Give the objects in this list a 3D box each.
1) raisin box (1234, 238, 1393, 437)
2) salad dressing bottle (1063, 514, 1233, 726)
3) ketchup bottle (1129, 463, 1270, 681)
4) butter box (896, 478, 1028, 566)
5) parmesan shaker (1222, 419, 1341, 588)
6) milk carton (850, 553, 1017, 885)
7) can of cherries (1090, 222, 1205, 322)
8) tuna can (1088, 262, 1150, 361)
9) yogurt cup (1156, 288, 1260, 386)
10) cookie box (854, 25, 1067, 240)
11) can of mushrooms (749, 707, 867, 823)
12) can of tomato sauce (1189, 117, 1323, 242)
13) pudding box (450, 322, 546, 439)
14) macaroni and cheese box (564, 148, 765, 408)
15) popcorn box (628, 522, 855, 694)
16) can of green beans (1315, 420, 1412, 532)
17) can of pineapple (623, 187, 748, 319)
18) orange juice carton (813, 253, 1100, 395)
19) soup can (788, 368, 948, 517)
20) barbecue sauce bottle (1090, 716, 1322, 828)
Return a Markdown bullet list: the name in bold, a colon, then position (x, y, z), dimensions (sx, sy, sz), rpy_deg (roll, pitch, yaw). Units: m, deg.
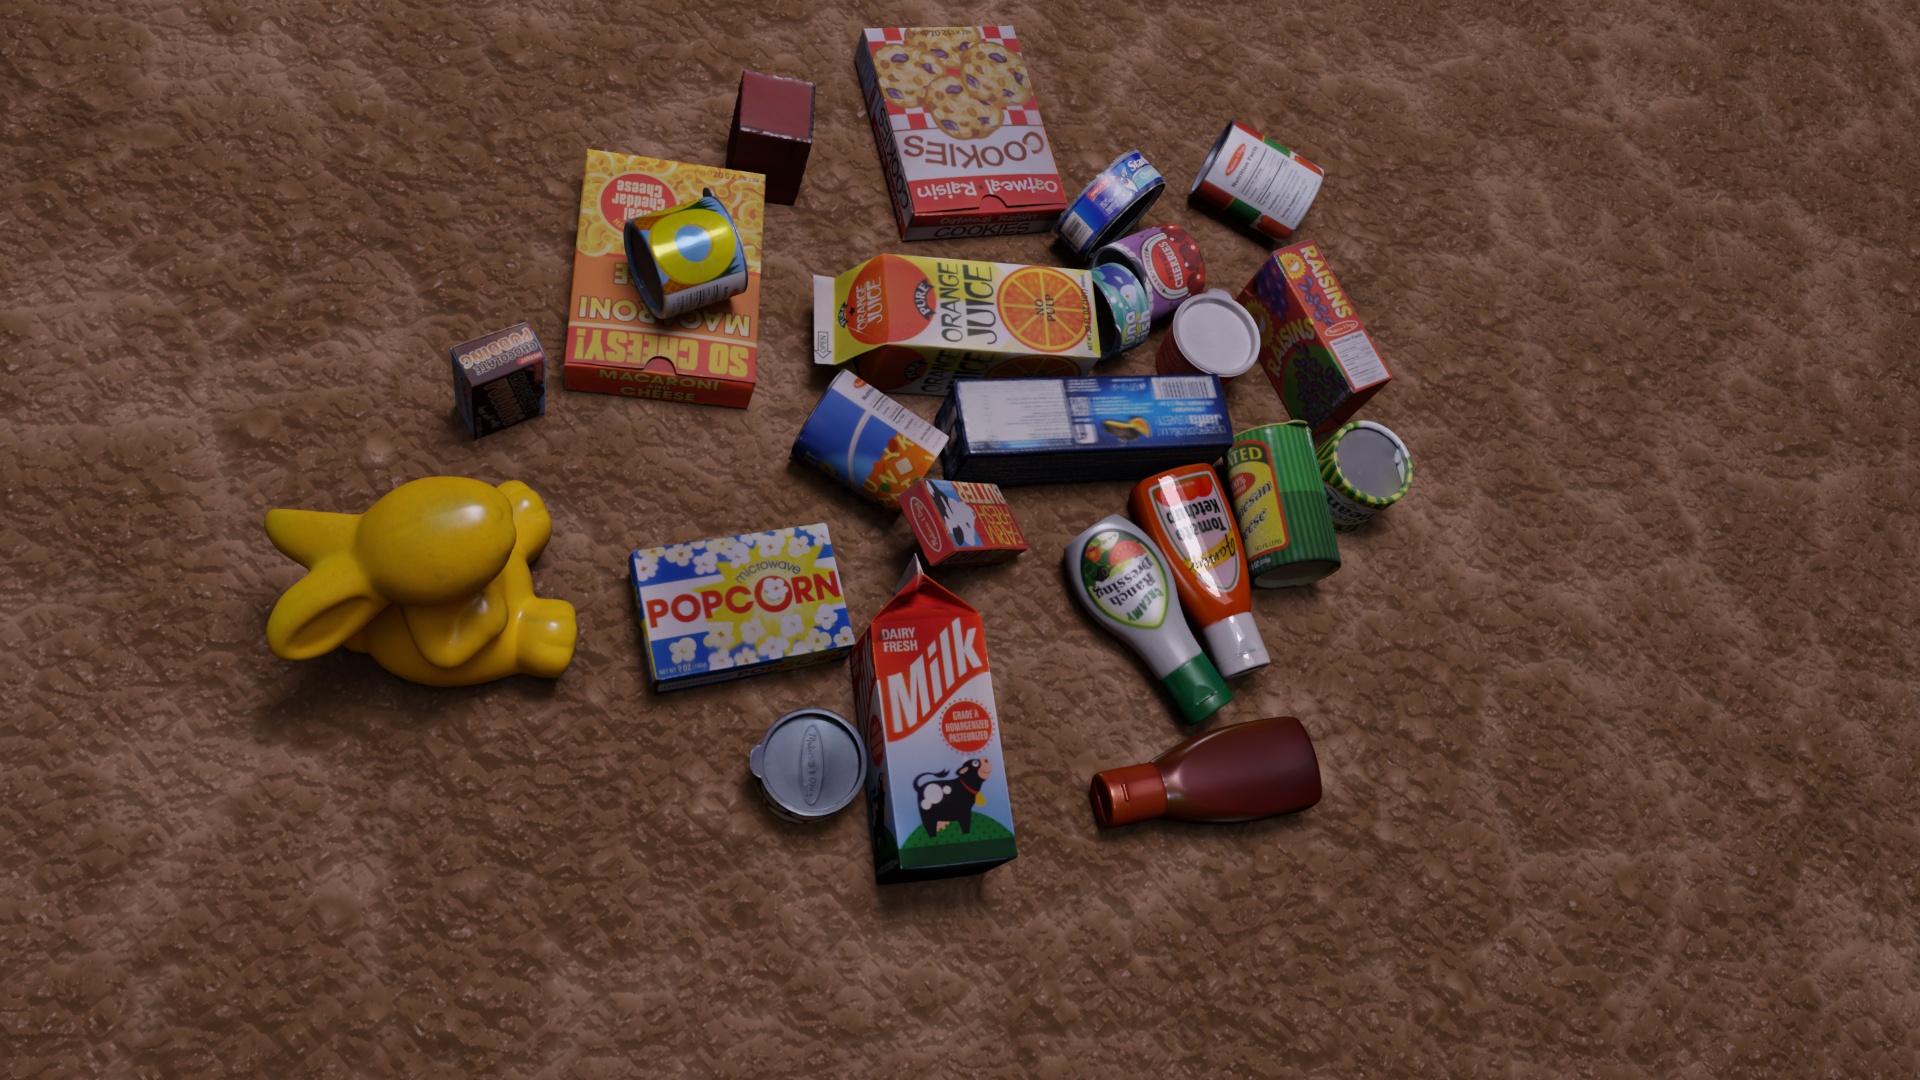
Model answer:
- **raisin box**: position (0.259, -0.149, 1.038), dimensions (0.040, 0.085, 0.123), rpy_deg (-21, 76, -18)
- **salad dressing bottle**: position (0.128, 0.054, 0.938), dimensions (0.064, 0.044, 0.148), rpy_deg (-33, 82, -2)
- **ketchup bottle**: position (0.171, 0.023, 0.966), dimensions (0.065, 0.043, 0.149), rpy_deg (-15, 74, -15)
- **butter box**: position (0.003, -0.011, 0.908), dimensions (0.103, 0.024, 0.053), rpy_deg (0, 60, -61)
- **parmesan shaker**: position (0.228, -0.025, 0.986), dimensions (0.071, 0.071, 0.103), rpy_deg (-2, 69, -17)
- **milk carton**: position (-0.022, 0.109, 0.858), dimensions (0.073, 0.072, 0.191), rpy_deg (-2, 69, -17)
- **can of cherries**: position (0.140, -0.196, 1.031), dimensions (0.058, 0.071, 0.071), rpy_deg (-26, 78, -24)
- **tuna can**: position (0.107, -0.165, 1.009), dimensions (0.033, 0.070, 0.071), rpy_deg (-24, 77, -24)
- **yogurt cup**: position (0.180, -0.141, 1.029), dimensions (0.072, 0.053, 0.072), rpy_deg (6, 67, -14)
- **cookie box**: position (-0.001, -0.311, 1.053), dimensions (0.123, 0.040, 0.168), rpy_deg (-8, 71, -19)
- **can of mushrooms**: position (-0.095, 0.137, 0.847), dimensions (0.071, 0.033, 0.071), rpy_deg (6, 68, -14)
- **can of tomato sauce**: position (0.234, -0.284, 1.098), dimensions (0.083, 0.071, 0.071), rpy_deg (28, 64, -4)
- **pudding box**: position (-0.285, -0.099, 0.860), dimensions (0.050, 0.083, 0.030), rpy_deg (-26, 81, -24)
- **macaroni and cheese box**: position (-0.199, -0.178, 0.941), dimensions (0.124, 0.040, 0.167), rpy_deg (5, 67, -14)
- **popcorn box**: position (-0.137, 0.042, 0.870), dimensions (0.127, 0.038, 0.085), rpy_deg (-9, 71, -19)
- **can of green beans**: position (0.288, -0.047, 1.020), dimensions (0.071, 0.057, 0.071), rpy_deg (6, 67, -14)
- **can of pineapple**: position (-0.177, -0.183, 0.888), dimensions (0.058, 0.070, 0.071), rpy_deg (-24, 77, -23)
- **orange juice carton**: position (-0.007, -0.148, 0.967), dimensions (0.193, 0.072, 0.072), rpy_deg (2, 69, -15)
- **soup can**: position (-0.061, -0.062, 0.922), dimensions (0.084, 0.071, 0.071), rpy_deg (33, 64, -2)
- **barbecue sauce bottle**: position (0.160, 0.157, 0.908), dimensions (0.149, 0.043, 0.065), rpy_deg (-7, 71, -18)
